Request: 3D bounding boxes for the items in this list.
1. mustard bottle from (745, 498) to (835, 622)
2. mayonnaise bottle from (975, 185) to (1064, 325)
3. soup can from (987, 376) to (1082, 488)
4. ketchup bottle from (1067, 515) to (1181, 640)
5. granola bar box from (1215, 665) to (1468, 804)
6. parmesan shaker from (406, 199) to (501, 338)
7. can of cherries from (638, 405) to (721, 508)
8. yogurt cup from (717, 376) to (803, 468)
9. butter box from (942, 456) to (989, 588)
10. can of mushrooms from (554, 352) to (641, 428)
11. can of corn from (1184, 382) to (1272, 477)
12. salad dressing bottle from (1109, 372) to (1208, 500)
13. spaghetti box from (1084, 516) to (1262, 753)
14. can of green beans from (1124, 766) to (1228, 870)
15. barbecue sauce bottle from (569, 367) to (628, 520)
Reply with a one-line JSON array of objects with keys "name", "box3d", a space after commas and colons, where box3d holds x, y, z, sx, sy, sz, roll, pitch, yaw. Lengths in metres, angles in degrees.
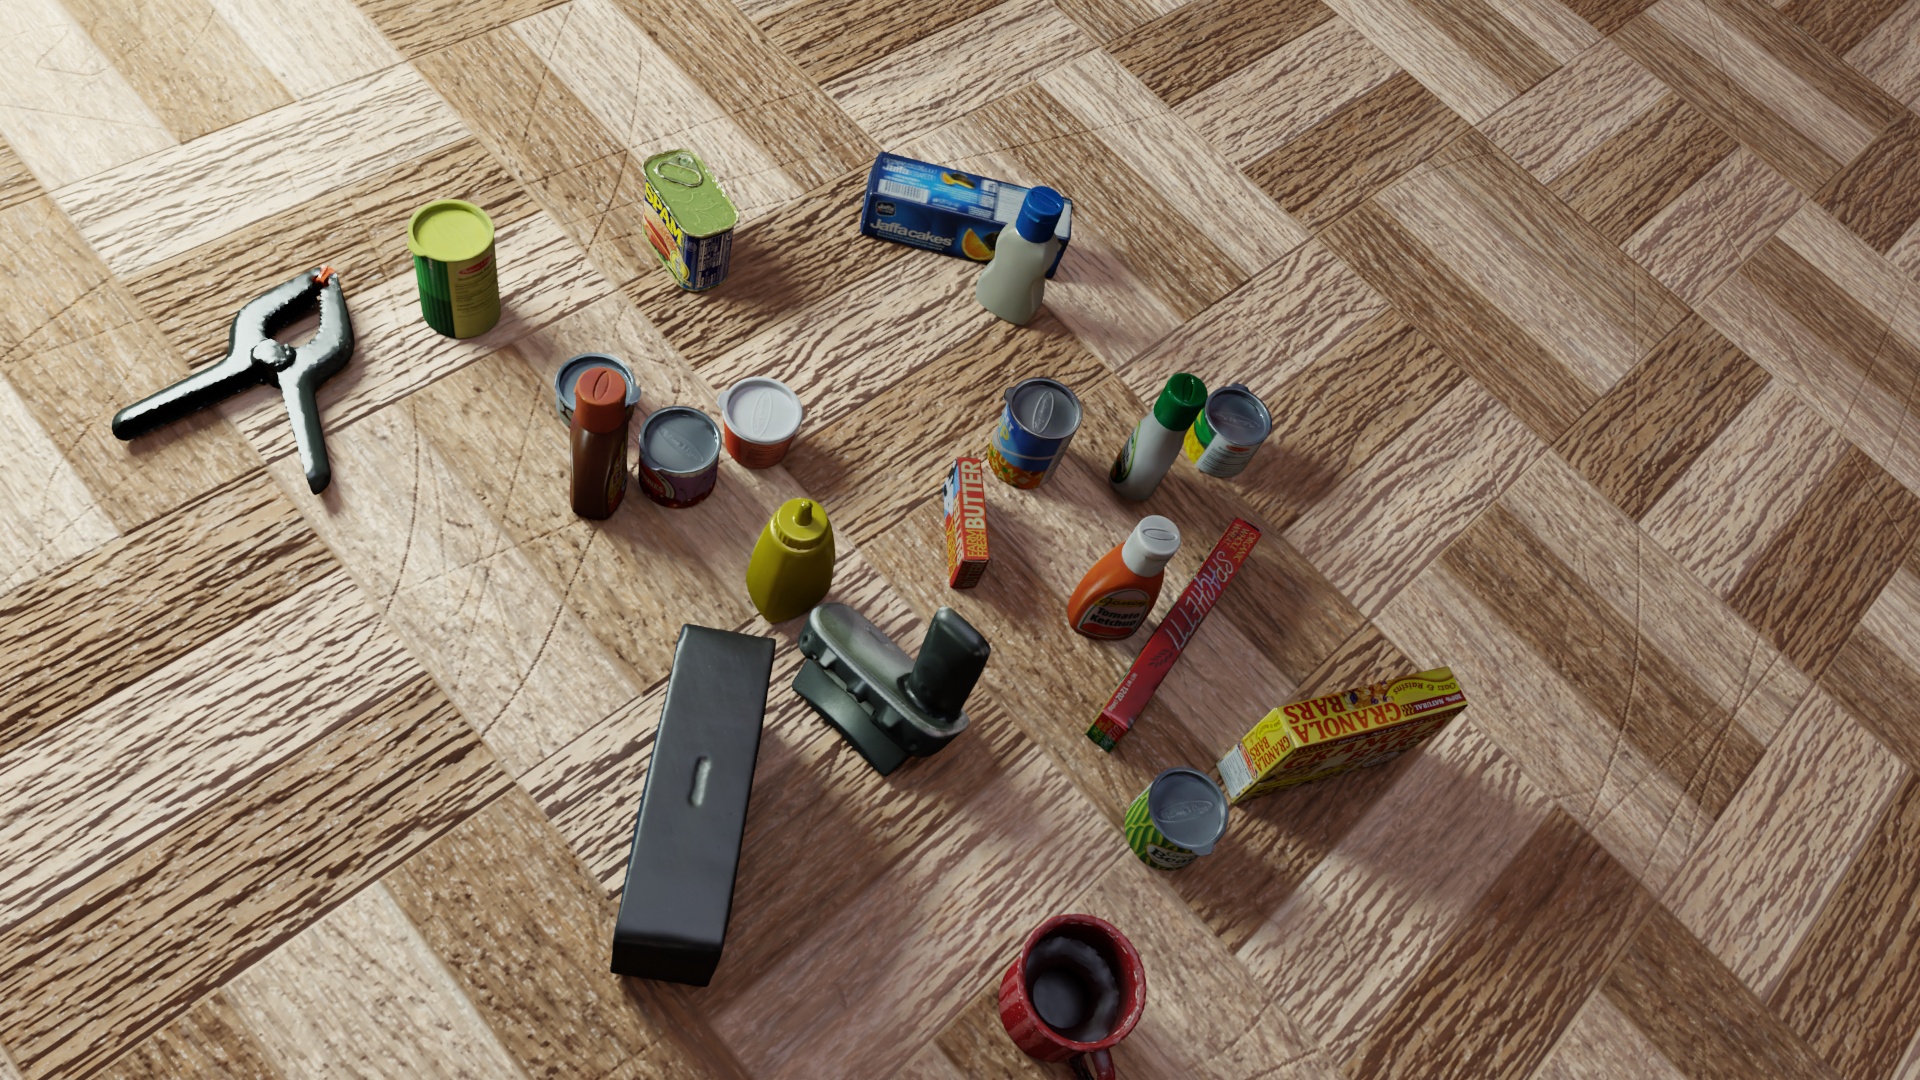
[{"name": "mustard bottle", "box3d": [-0.127, 0.008, 1.072, 0.065, 0.159, 0.049, -23, 68, -26]}, {"name": "mayonnaise bottle", "box3d": [0.060, -0.266, 1.296, 0.065, 0.147, 0.041, 31, 57, 4]}, {"name": "soup can", "box3d": [0.062, -0.095, 1.232, 0.071, 0.083, 0.071, 7, 58, -11]}, {"name": "ketchup bottle", "box3d": [0.137, 0.031, 1.137, 0.065, 0.148, 0.044, 8, 58, -11]}, {"name": "granola bar box", "box3d": [0.306, 0.158, 1.121, 0.166, 0.123, 0.039, -10, 63, -21]}, {"name": "parmesan shaker", "box3d": [-0.425, -0.225, 1.165, 0.071, 0.102, 0.071, 7, 58, -11]}, {"name": "can of cherries", "box3d": [-0.235, -0.067, 1.148, 0.071, 0.058, 0.072, 7, 58, -11]}, {"name": "yogurt cup", "box3d": [-0.172, -0.098, 1.187, 0.072, 0.053, 0.073, 7, 58, -11]}, {"name": "butter box", "box3d": [0.004, -0.015, 1.186, 0.024, 0.052, 0.104, 4, 59, -13]}, {"name": "can of mushrooms", "box3d": [-0.307, -0.123, 1.177, 0.071, 0.033, 0.071, 7, 58, -11]}, {"name": "can of corn", "box3d": [0.250, -0.103, 1.303, 0.071, 0.058, 0.071, 7, 58, -11]}, {"name": "salad dressing bottle", "box3d": [0.174, -0.091, 1.222, 0.044, 0.147, 0.064, 18, 57, -5]}, {"name": "spaghetti box", "box3d": [0.185, 0.075, 1.182, 0.029, 0.050, 0.251, 36, 57, 7]}, {"name": "can of green beans", "box3d": [0.168, 0.218, 1.087, 0.071, 0.057, 0.071, 7, 58, -11]}, {"name": "barbecue sauce bottle", "box3d": [-0.283, -0.078, 1.088, 0.044, 0.147, 0.065, 14, 57, -7]}]
